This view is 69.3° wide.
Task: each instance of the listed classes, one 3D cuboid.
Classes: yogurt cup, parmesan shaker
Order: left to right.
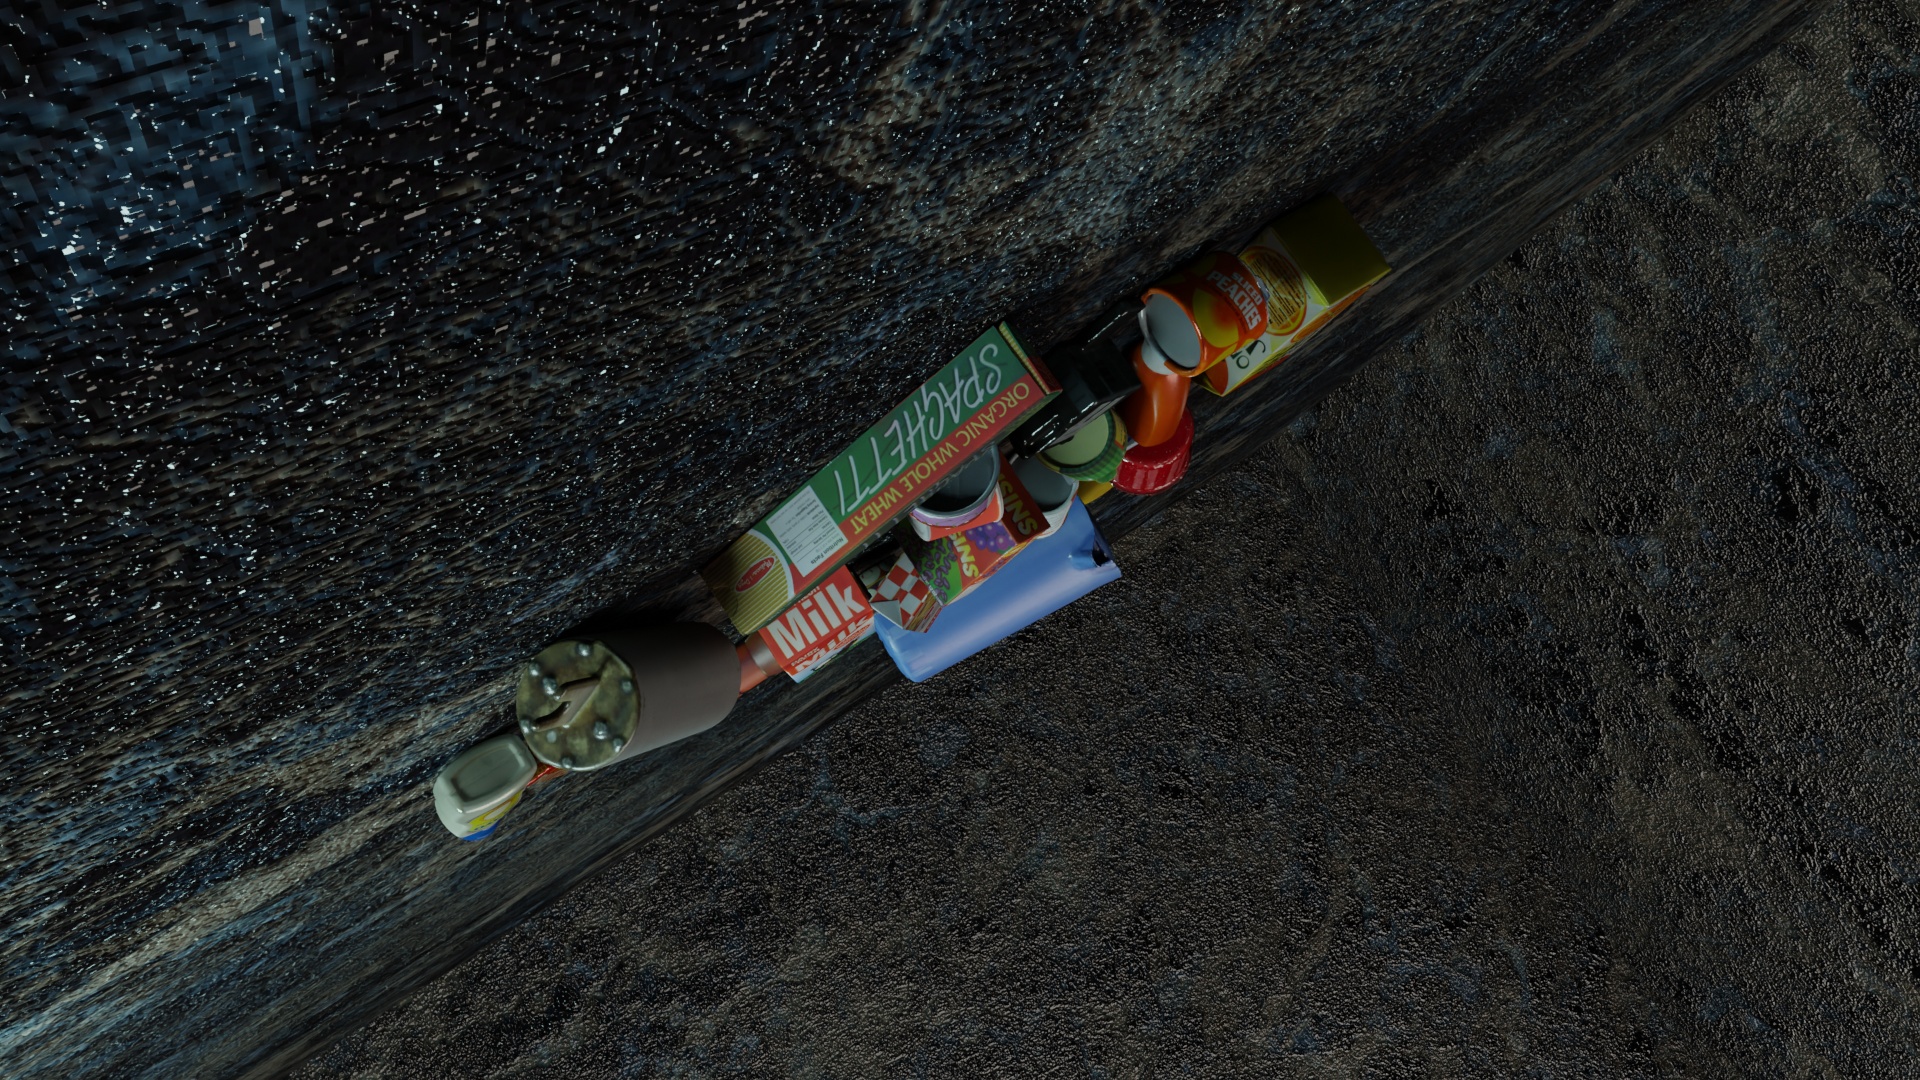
[{"bbox_3d":[-0.010,-0.034,0.928,0.054,0.072,0.072,-24,171,-14],"label":"yogurt cup"},{"bbox_3d":[0.093,-0.079,1.071,0.071,0.071,0.103,-35,173,9],"label":"parmesan shaker"}]

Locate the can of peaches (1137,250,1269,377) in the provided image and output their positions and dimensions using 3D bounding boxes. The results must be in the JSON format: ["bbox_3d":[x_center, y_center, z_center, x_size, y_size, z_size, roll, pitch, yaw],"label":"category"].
[{"bbox_3d":[0.159,-0.149,0.910,0.058,0.071,0.071,-31,173,-19],"label":"can of peaches"}]

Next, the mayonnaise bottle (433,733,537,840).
[{"bbox_3d":[-0.330,0.176,0.956,0.065,0.041,0.147,-32,173,-30],"label":"mayonnaise bottle"}]

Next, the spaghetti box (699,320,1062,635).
[{"bbox_3d":[-0.050,-0.032,0.798,0.249,0.050,0.029,-37,175,24],"label":"spaghetti box"}]

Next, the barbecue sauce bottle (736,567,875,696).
[{"bbox_3d":[-0.143,0.081,1.186,0.148,0.044,0.065,-34,171,-3],"label":"barbecue sauce bottle"}]

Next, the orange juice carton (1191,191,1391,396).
[{"bbox_3d":[0.227,-0.172,1.047,0.072,0.073,0.192,-31,173,-26],"label":"orange juice carton"}]

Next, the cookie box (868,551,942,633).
[{"bbox_3d":[-0.020,0.018,1.197,0.123,0.040,0.167,-55,173,-2],"label":"cookie box"}]

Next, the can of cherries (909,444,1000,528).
[{"bbox_3d":[-0.012,-0.043,0.850,0.071,0.071,0.058,-34,174,-4],"label":"can of cherries"}]

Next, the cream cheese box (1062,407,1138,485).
[{"bbox_3d":[0.119,-0.093,1.179,0.104,0.053,0.024,-31,174,-27],"label":"cream cheese box"}]

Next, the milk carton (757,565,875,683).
[{"bbox_3d":[-0.108,0.044,0.958,0.072,0.073,0.190,-33,173,-8],"label":"milk carton"}]

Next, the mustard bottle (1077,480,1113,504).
[{"bbox_3d":[0.162,-0.092,1.425,0.065,0.049,0.159,-29,171,-41],"label":"mustard bottle"}]

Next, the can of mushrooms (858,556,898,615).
[{"bbox_3d":[-0.080,0.047,1.299,0.071,0.033,0.071,-34,174,-4],"label":"can of mushrooms"}]

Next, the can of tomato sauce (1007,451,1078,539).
[{"bbox_3d":[0.066,-0.044,1.211,0.071,0.071,0.083,-33,170,-10],"label":"can of tomato sauce"}]

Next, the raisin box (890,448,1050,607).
[{"bbox_3d":[0.004,-0.013,1.043,0.040,0.086,0.123,-27,170,-36],"label":"raisin box"}]

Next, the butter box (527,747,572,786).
[{"bbox_3d":[-0.299,0.159,1.071,0.053,0.024,0.103,-36,174,7],"label":"butter box"}]

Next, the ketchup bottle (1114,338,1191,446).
[{"bbox_3d":[0.151,-0.127,1.068,0.043,0.065,0.148,-22,163,-9],"label":"ketchup bottle"}]
